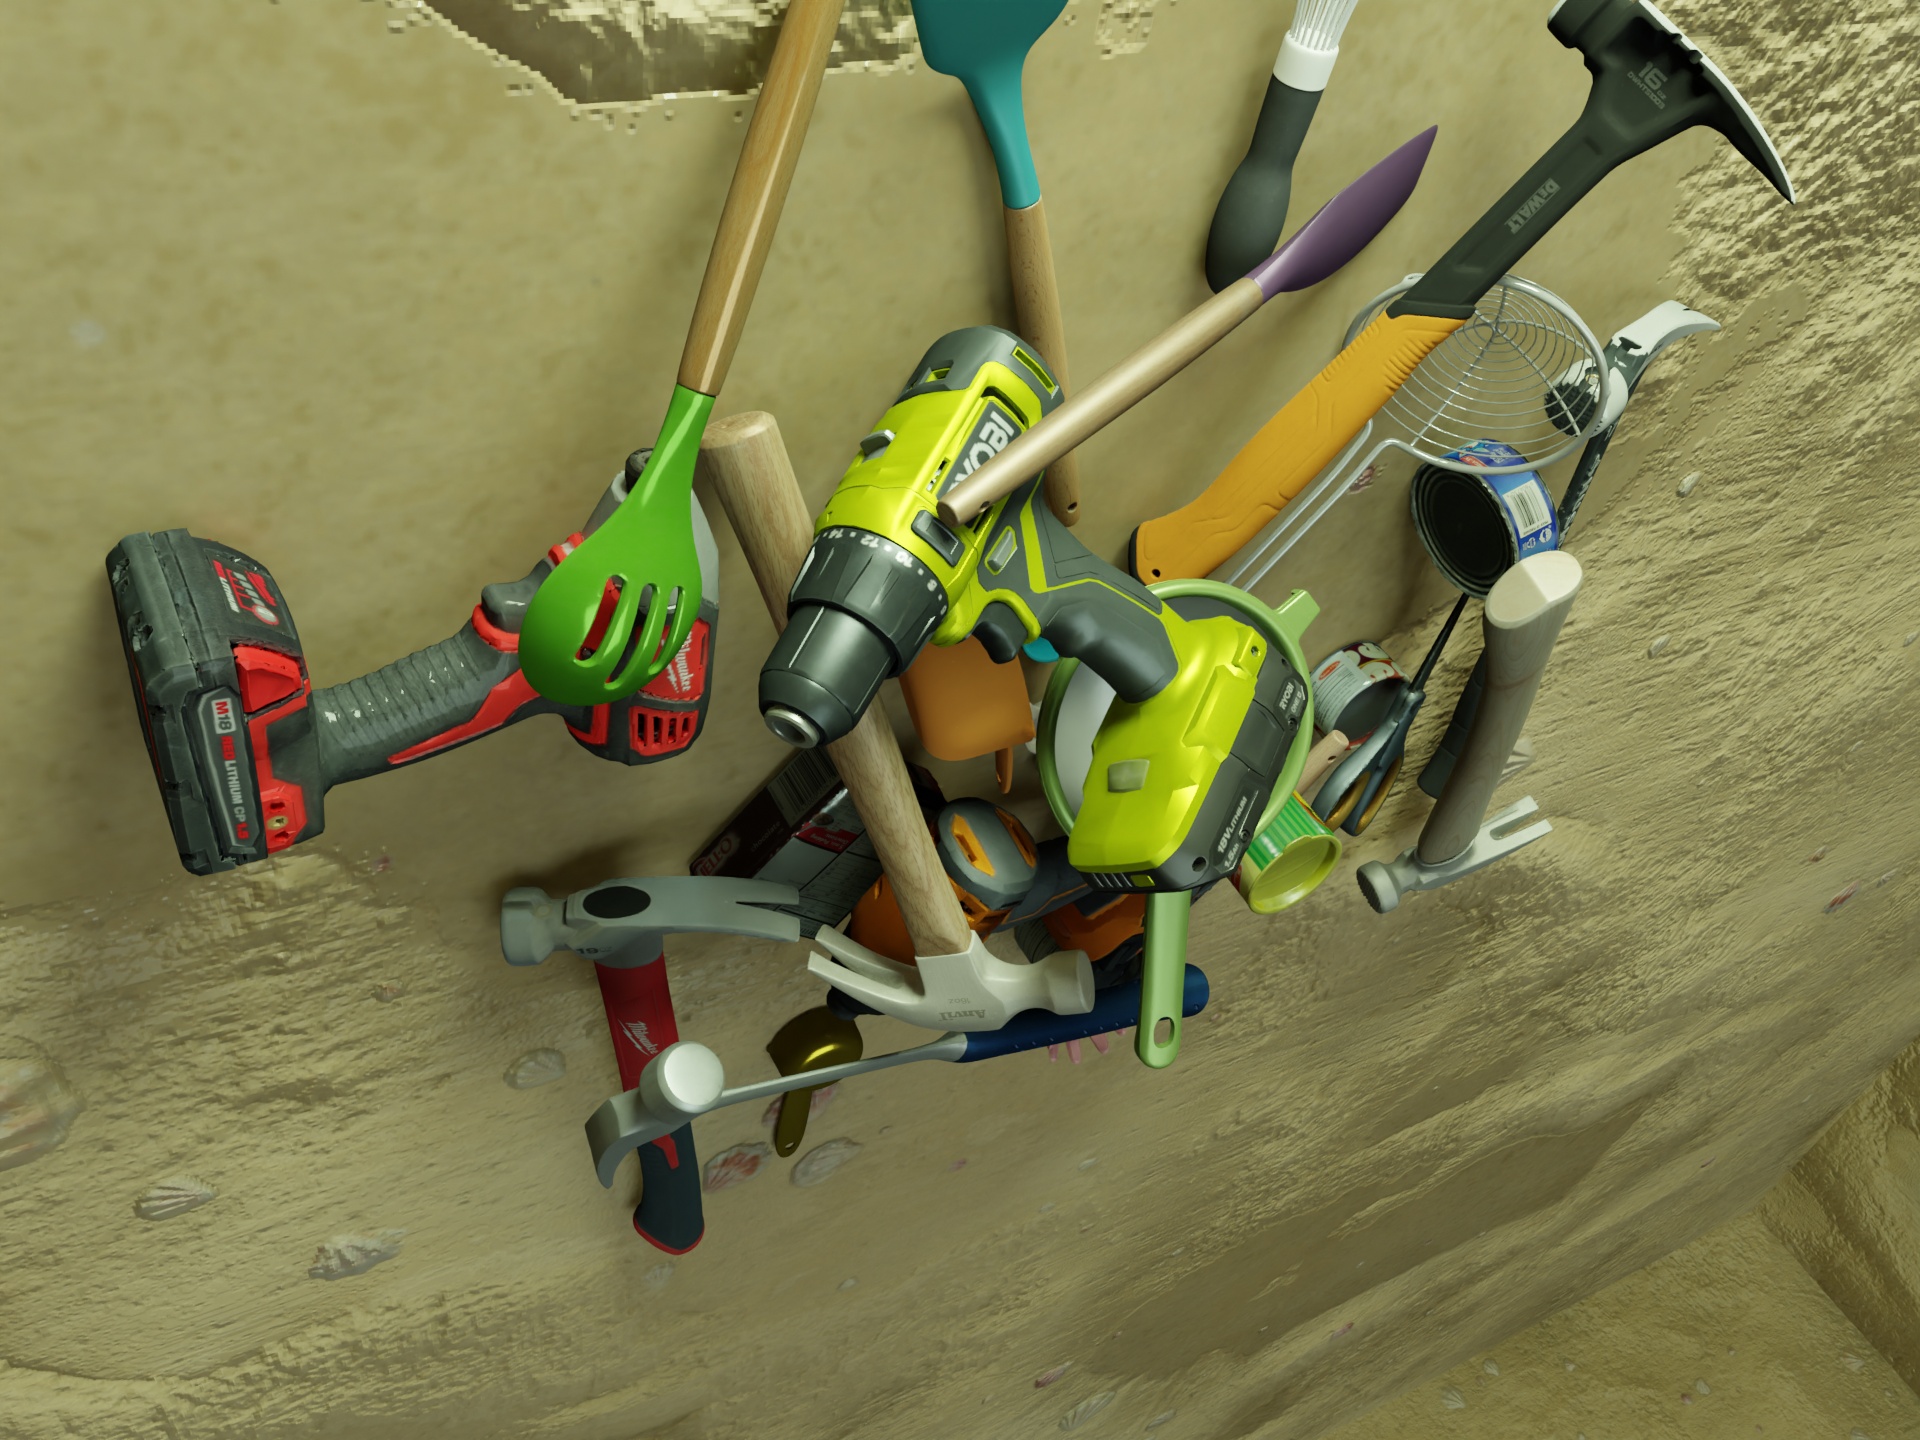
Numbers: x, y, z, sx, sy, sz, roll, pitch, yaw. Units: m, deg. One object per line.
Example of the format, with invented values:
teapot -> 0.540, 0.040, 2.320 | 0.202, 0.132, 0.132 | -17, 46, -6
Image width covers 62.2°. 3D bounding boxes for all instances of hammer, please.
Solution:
hammer -> -0.016, 0.183, 0.881 | 0.405, 0.035, 0.144 | -4, 154, -40
hammer -> 0.341, 0.012, 1.006 | 0.146, 0.038, 0.410 | -24, 152, -5
hammer -> -0.044, 0.016, 0.717 | 0.130, 0.031, 0.331 | -10, 121, 18
hammer -> 0.357, -0.082, 0.994 | 0.149, 0.036, 0.408 | -38, 152, -28
hammer -> 0.204, -0.165, 0.732 | 0.336, 0.127, 0.034 | -45, 172, 30
hammer -> -0.159, 0.212, 0.910 | 0.143, 0.038, 0.386 | -1, 139, -5

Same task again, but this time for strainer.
strainer -> 0.097, 0.050, 0.817 | 0.151, 0.069, 0.256 | -4, 106, -20

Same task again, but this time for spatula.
spatula -> 0.032, -0.184, 0.644 | 0.082, 0.044, 0.317 | -30, 144, -12
spatula -> 0.105, -0.165, 0.665 | 0.316, 0.018, 0.059 | -39, 159, -26

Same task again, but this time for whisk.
whisk -> 0.145, -0.285, 0.611 | 0.070, 0.070, 0.284 | -14, 143, -25

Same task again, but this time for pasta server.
pasta server -> 0.152, 0.122, 1.053 | 0.060, 0.040, 0.316 | 13, 129, -36

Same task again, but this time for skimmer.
skimmer -> 0.166, -0.079, 0.823 | 0.127, 0.090, 0.363 | 37, 111, -16

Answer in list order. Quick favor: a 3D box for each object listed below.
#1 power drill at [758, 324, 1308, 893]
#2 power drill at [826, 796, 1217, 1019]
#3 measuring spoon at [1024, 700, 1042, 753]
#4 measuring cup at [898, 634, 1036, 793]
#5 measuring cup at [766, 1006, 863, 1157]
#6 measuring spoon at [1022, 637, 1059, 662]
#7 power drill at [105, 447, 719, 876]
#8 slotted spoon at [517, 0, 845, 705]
power drill -> 0.031, -0.025, 0.666 | 0.228, 0.080, 0.191 | 41, 62, -26
power drill -> 0.032, 0.104, 0.899 | 0.226, 0.084, 0.164 | -5, 145, -46
measuring spoon -> 0.017, -0.015, 0.848 | 0.124, 0.018, 0.034 | 27, 107, -42
measuring cup -> -0.001, -0.003, 0.790 | 0.052, 0.095, 0.173 | -16, 149, -7
measuring cup -> -0.098, 0.245, 1.027 | 0.062, 0.029, 0.156 | -11, 136, -28
measuring spoon -> 0.025, -0.076, 0.786 | 0.042, 0.021, 0.128 | -38, 134, 3
power drill -> -0.197, -0.030, 0.615 | 0.219, 0.079, 0.143 | -15, 139, -29
slotted spoon -> -0.086, -0.141, 0.556 | 0.070, 0.031, 0.313 | 5, 113, -45
